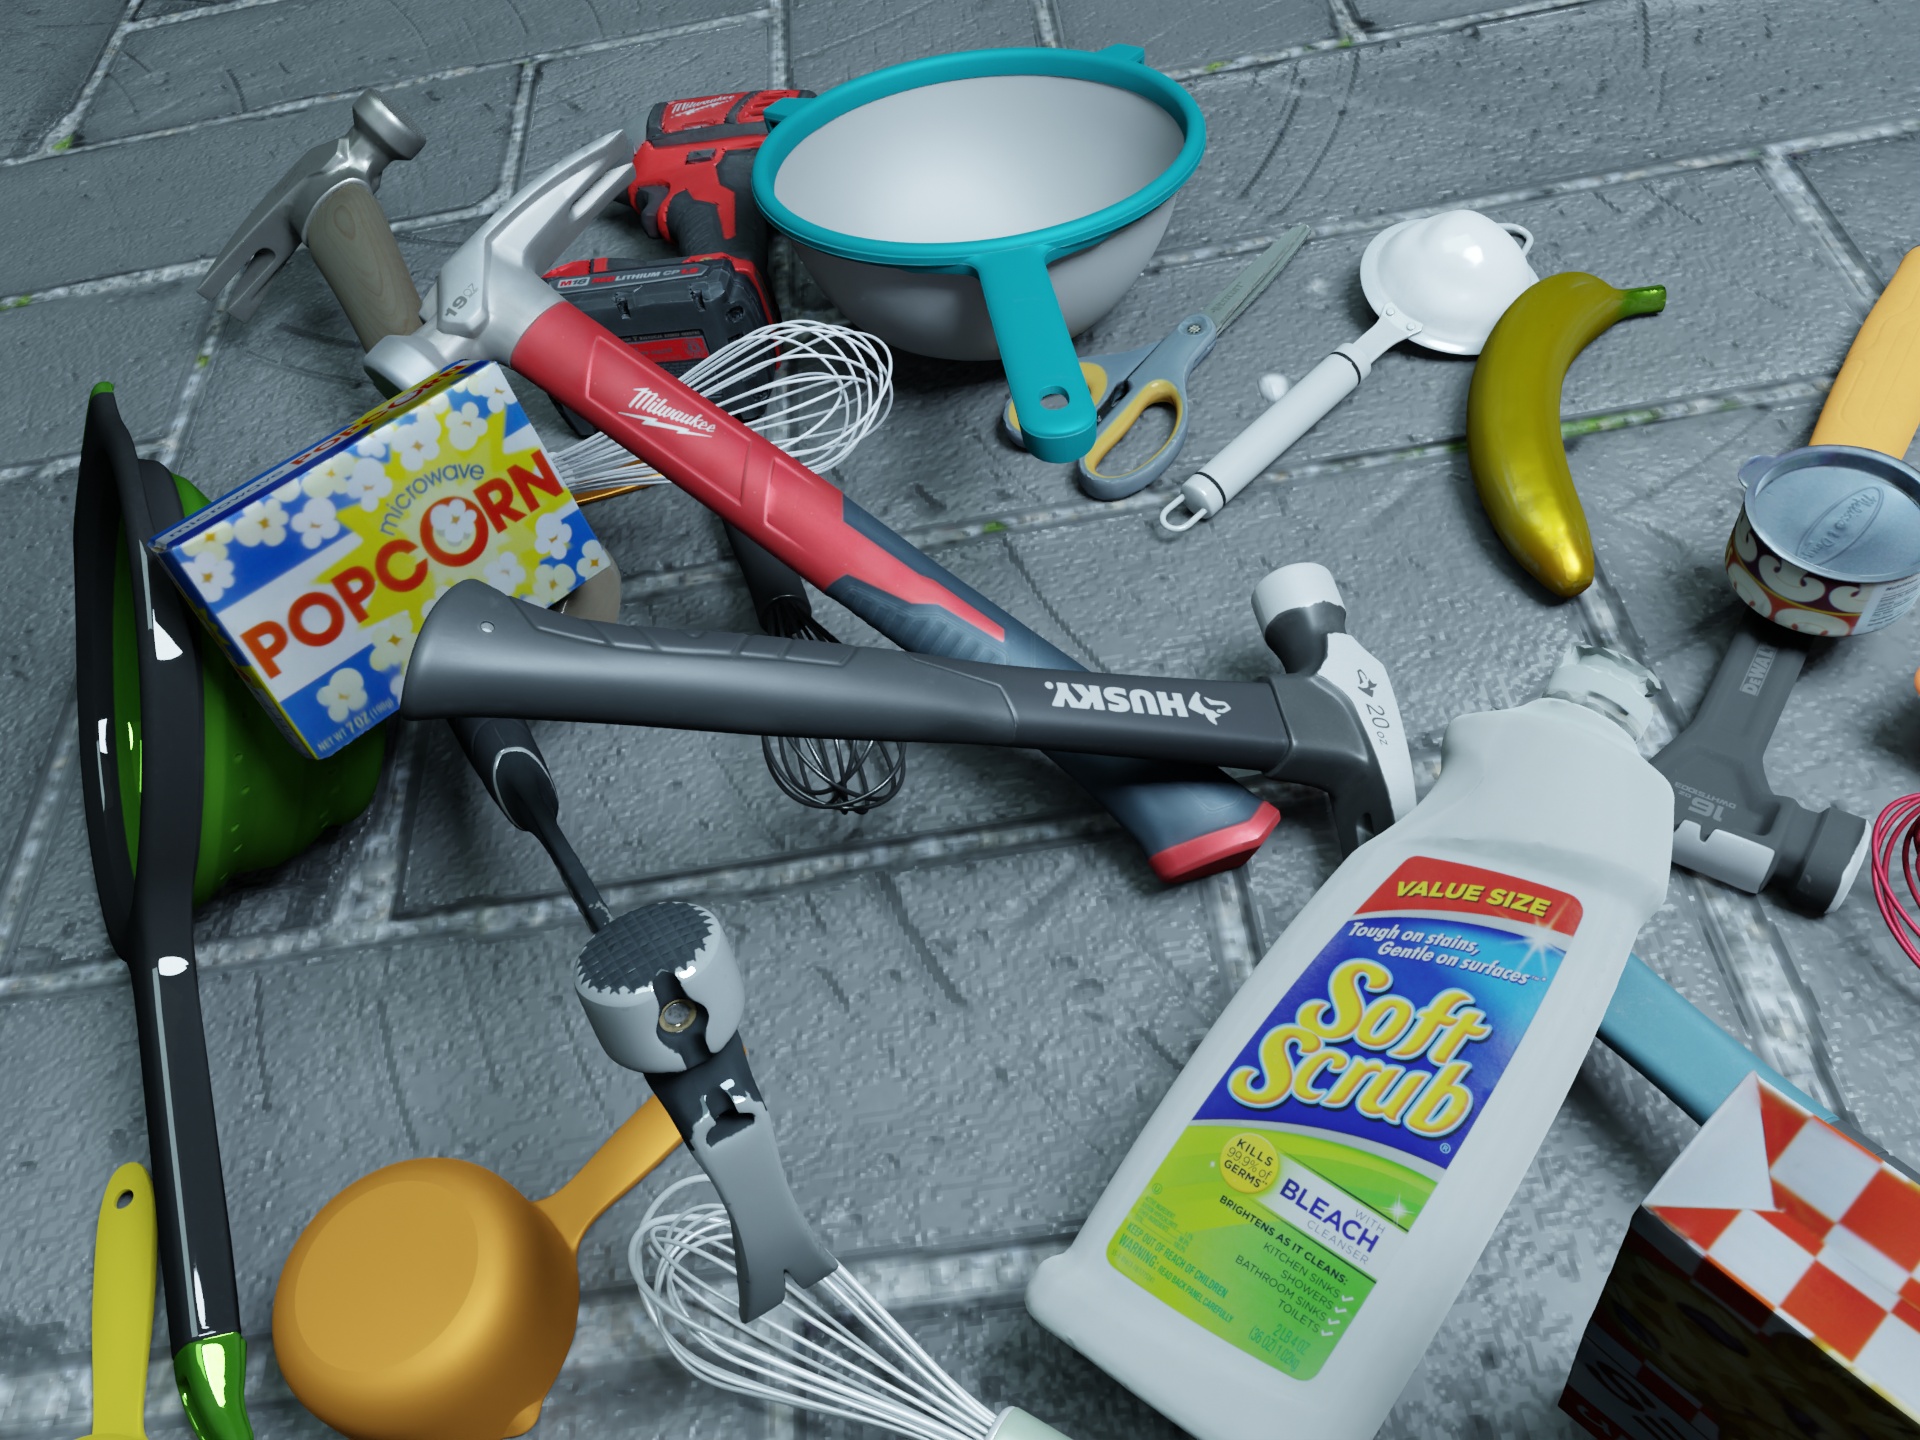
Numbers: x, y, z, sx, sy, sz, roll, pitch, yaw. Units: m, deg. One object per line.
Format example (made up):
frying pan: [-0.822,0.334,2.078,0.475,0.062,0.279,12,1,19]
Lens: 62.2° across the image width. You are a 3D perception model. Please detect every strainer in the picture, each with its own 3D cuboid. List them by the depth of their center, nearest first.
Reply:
strainer: [0.181,-0.164,0.714,0.258,0.050,0.087,-42,70,-16]
strainer: [0.020,-0.192,0.719,0.211,0.095,0.341,-10,45,-1]

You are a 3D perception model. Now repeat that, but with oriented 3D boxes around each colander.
colander: [-0.261,0.059,0.595,0.094,0.204,0.397,-2,61,-34]

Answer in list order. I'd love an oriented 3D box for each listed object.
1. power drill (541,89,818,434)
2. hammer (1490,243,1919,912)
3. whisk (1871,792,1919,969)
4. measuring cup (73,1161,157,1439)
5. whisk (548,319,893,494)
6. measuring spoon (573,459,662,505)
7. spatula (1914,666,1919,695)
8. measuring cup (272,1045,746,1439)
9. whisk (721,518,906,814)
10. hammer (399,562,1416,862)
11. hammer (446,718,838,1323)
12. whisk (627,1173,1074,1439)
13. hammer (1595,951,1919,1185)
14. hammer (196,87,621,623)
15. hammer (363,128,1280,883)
power drill: [-0.149,-0.250,0.828,0.143,0.078,0.220,-3,49,10]
hammer: [0.328,-0.081,0.619,0.127,0.034,0.337,24,61,26]
whisk: [0.392,0.117,0.440,0.073,0.073,0.296,-37,60,-17]
measuring cup: [-0.282,0.213,0.520,0.062,0.029,0.157,-18,53,-2]
whisk: [-0.159,-0.118,0.715,0.284,0.070,0.070,-13,50,20]
measuring spoon: [-0.159,-0.121,0.767,0.117,0.011,0.021,-19,51,-3]
spatula: [0.430,0.083,0.466,0.081,0.041,0.323,-27,53,-10]
measuring cup: [-0.142,0.157,0.519,0.173,0.052,0.095,-42,56,-18]
whisk: [-0.072,-0.047,0.670,0.055,0.055,0.239,-20,47,-4]
hammer: [-0.001,-0.002,0.504,0.334,0.035,0.146,4,54,-23]
hammer: [-0.143,0.036,0.552,0.036,0.149,0.409,-26,34,-17]
whisk: [0.003,0.204,0.459,0.246,0.057,0.059,23,95,22]
hammer: [0.239,0.125,0.425,0.128,0.033,0.331,-44,43,2]
hammer: [-0.257,-0.152,0.736,0.146,0.038,0.411,-43,53,8]
hammer: [-0.038,-0.078,0.606,0.386,0.038,0.143,36,75,10]
